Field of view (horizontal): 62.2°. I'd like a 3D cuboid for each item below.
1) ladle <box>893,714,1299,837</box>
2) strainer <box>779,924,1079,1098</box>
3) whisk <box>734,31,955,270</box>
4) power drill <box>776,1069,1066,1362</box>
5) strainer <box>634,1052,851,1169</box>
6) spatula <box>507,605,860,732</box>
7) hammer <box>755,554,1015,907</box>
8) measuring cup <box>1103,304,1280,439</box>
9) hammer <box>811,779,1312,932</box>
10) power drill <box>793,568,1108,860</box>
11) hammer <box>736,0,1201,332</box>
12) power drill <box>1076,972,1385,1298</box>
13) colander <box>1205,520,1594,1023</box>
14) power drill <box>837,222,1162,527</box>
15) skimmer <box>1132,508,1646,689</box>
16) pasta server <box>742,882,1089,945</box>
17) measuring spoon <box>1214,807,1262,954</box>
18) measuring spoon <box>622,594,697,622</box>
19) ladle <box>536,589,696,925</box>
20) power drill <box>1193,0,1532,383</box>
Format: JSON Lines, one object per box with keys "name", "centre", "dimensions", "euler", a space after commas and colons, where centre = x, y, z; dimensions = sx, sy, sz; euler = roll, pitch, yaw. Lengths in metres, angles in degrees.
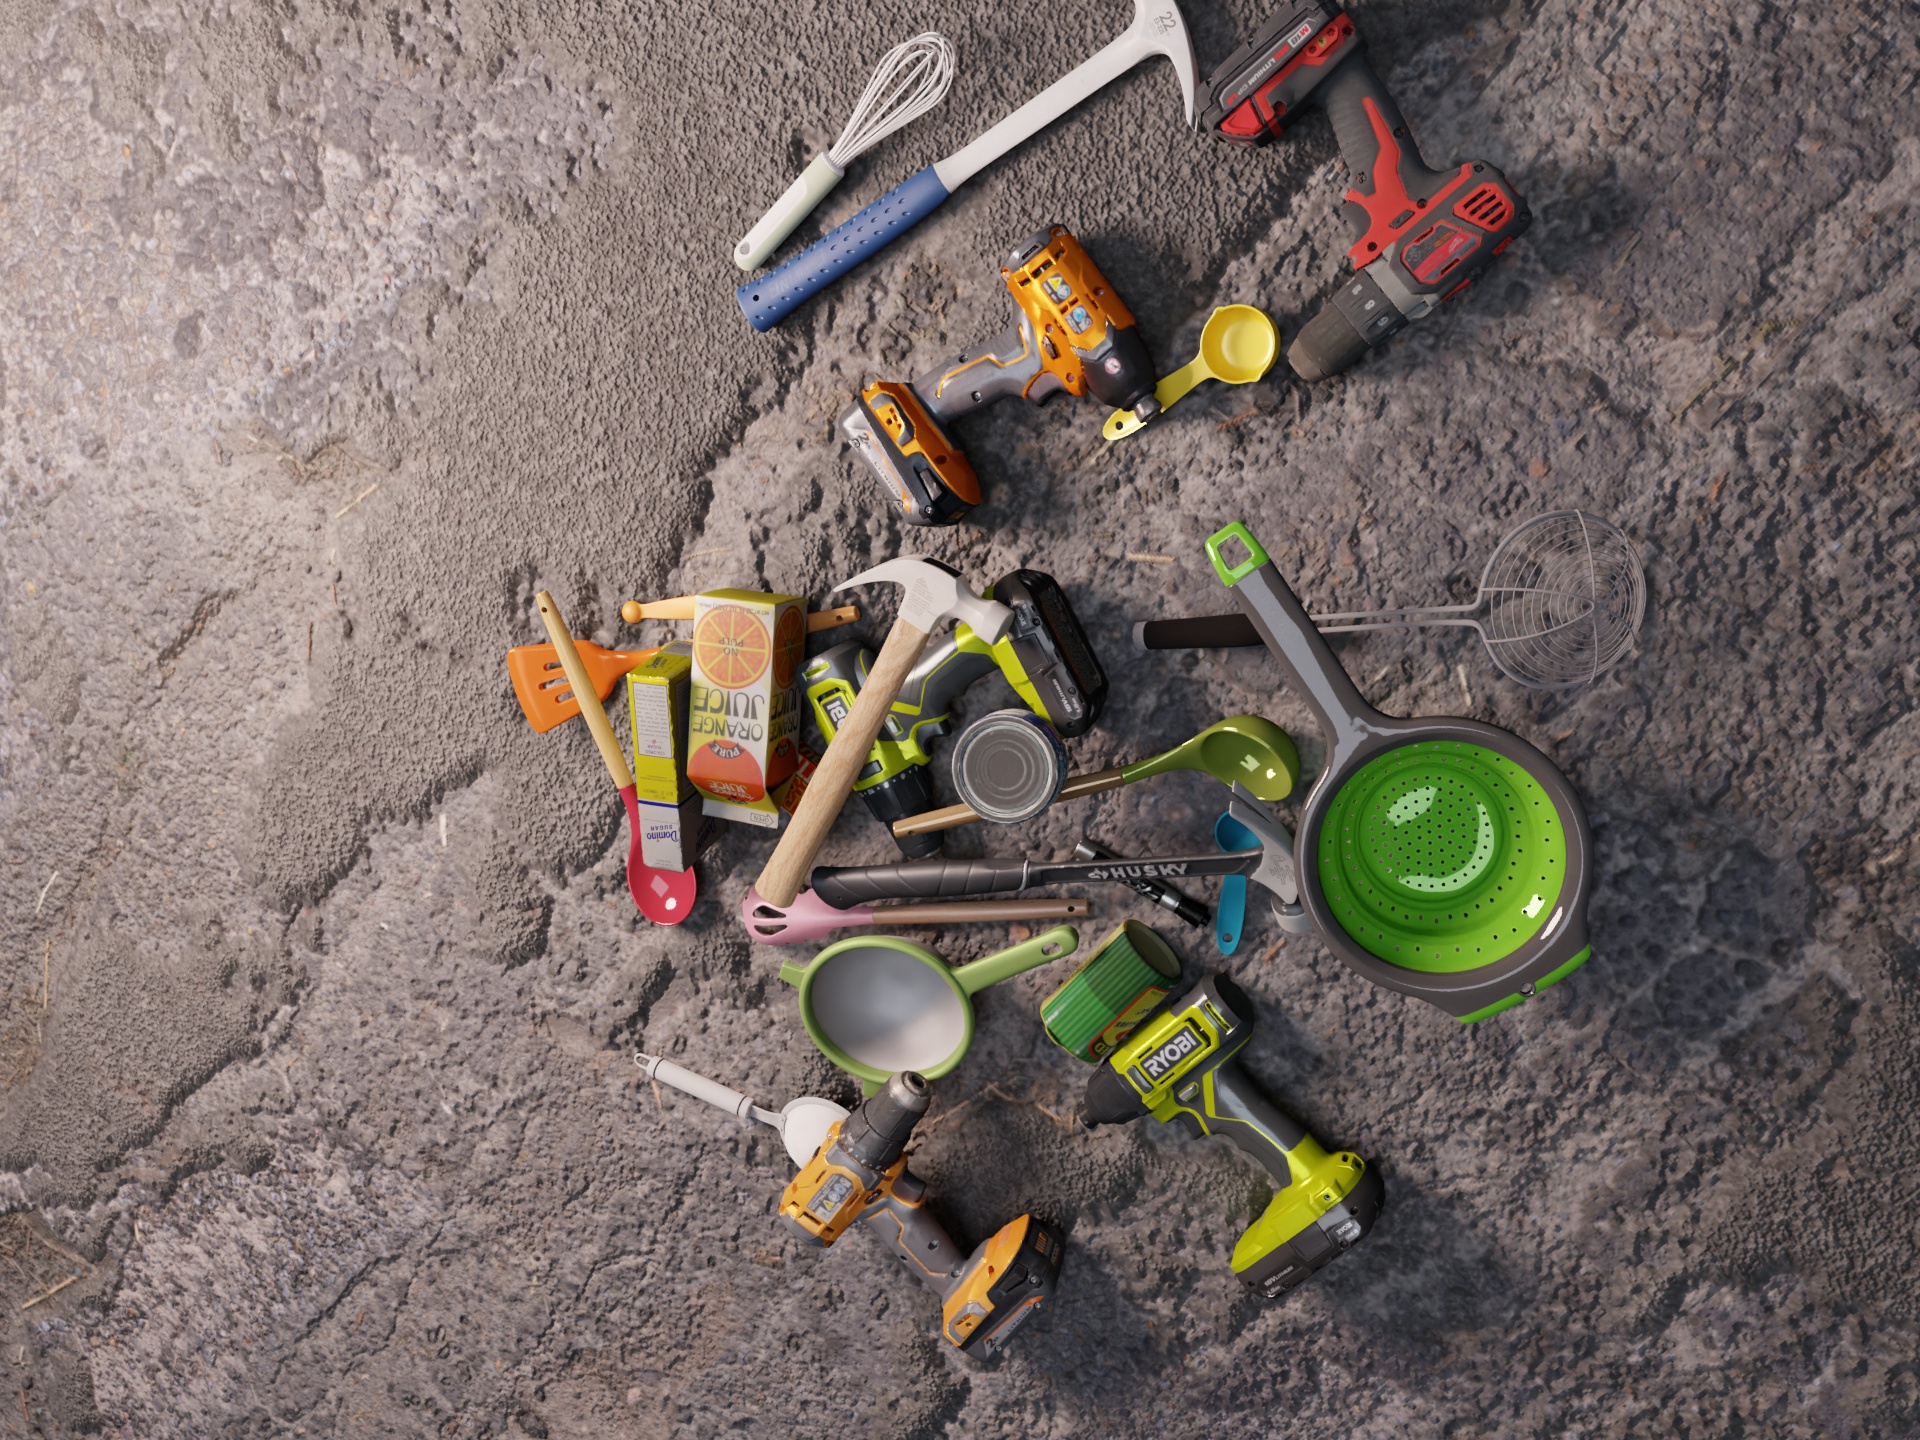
{"name": "ladle", "centre": [0.102, 0.058, 1.233], "dimensions": [0.320, 0.062, 0.078], "euler": [-14, 134, 9]}
{"name": "strainer", "centre": [-0.012, 0.209, 1.319], "dimensions": [0.256, 0.069, 0.151], "euler": [-25, 109, 22]}
{"name": "whisk", "centre": [-0.095, -0.442, 1.247], "dimensions": [0.246, 0.059, 0.058], "euler": [-39, 64, 26]}
{"name": "power drill", "centre": [-0.020, 0.412, 1.343], "dimensions": [0.226, 0.084, 0.185], "euler": [36, 112, 1]}
{"name": "strainer", "centre": [-0.187, 0.354, 1.431], "dimensions": [0.258, 0.050, 0.086], "euler": [19, 120, 18]}
{"name": "spatula", "centre": [-0.238, -0.058, 1.370], "dimensions": [0.322, 0.041, 0.081], "euler": [-11, 106, 19]}
{"name": "hammer", "centre": [-0.086, 0.015, 1.261], "dimensions": [0.130, 0.031, 0.331], "euler": [34, 115, 10]}
{"name": "measuring cup", "centre": [0.174, -0.258, 1.205], "dimensions": [0.156, 0.029, 0.062], "euler": [-31, 87, 33]}
{"name": "hammer", "centre": [0.066, 0.119, 1.252], "dimensions": [0.409, 0.036, 0.149], "euler": [-6, 136, 24]}
{"name": "power drill", "centre": [-0.002, -0.004, 1.281], "dimensions": [0.228, 0.080, 0.190], "euler": [-25, 96, 24]}
{"name": "hammer", "centre": [-0.003, -0.418, 1.225], "dimensions": [0.405, 0.035, 0.144], "euler": [-28, 90, 21]}
{"name": "power drill", "centre": [0.212, 0.336, 1.271], "dimensions": [0.171, 0.080, 0.223], "euler": [-44, 81, 21]}
{"name": "colander", "centre": [0.301, 0.024, 1.159], "dimensions": [0.204, 0.094, 0.397], "euler": [-34, 92, 14]}
{"name": "power drill", "centre": [0.036, -0.245, 1.218], "dimensions": [0.226, 0.084, 0.164], "euler": [-37, 83, 17]}
{"name": "skimmer", "centre": [0.310, -0.079, 1.184], "dimensions": [0.363, 0.090, 0.127], "euler": [-2, 104, 30]}
{"name": "pasta server", "centre": [-0.045, 0.162, 1.354], "dimensions": [0.316, 0.040, 0.060], "euler": [-4, 99, 16]}
{"name": "measuring spoon", "centre": [0.219, 0.126, 1.263], "dimensions": [0.042, 0.021, 0.128], "euler": [10, 112, 16]}
{"name": "measuring spoon", "centre": [-0.244, -0.097, 1.380], "dimensions": [0.117, 0.011, 0.021], "euler": [-3, 99, 19]}
{"name": "ladle", "centre": [-0.305, 0.034, 1.393], "dimensions": [0.069, 0.031, 0.315], "euler": [-16, 104, 19]}
{"name": "power drill", "centre": [0.261, -0.371, 1.124], "dimensions": [0.188, 0.080, 0.227], "euler": [-40, 89, 21]}
